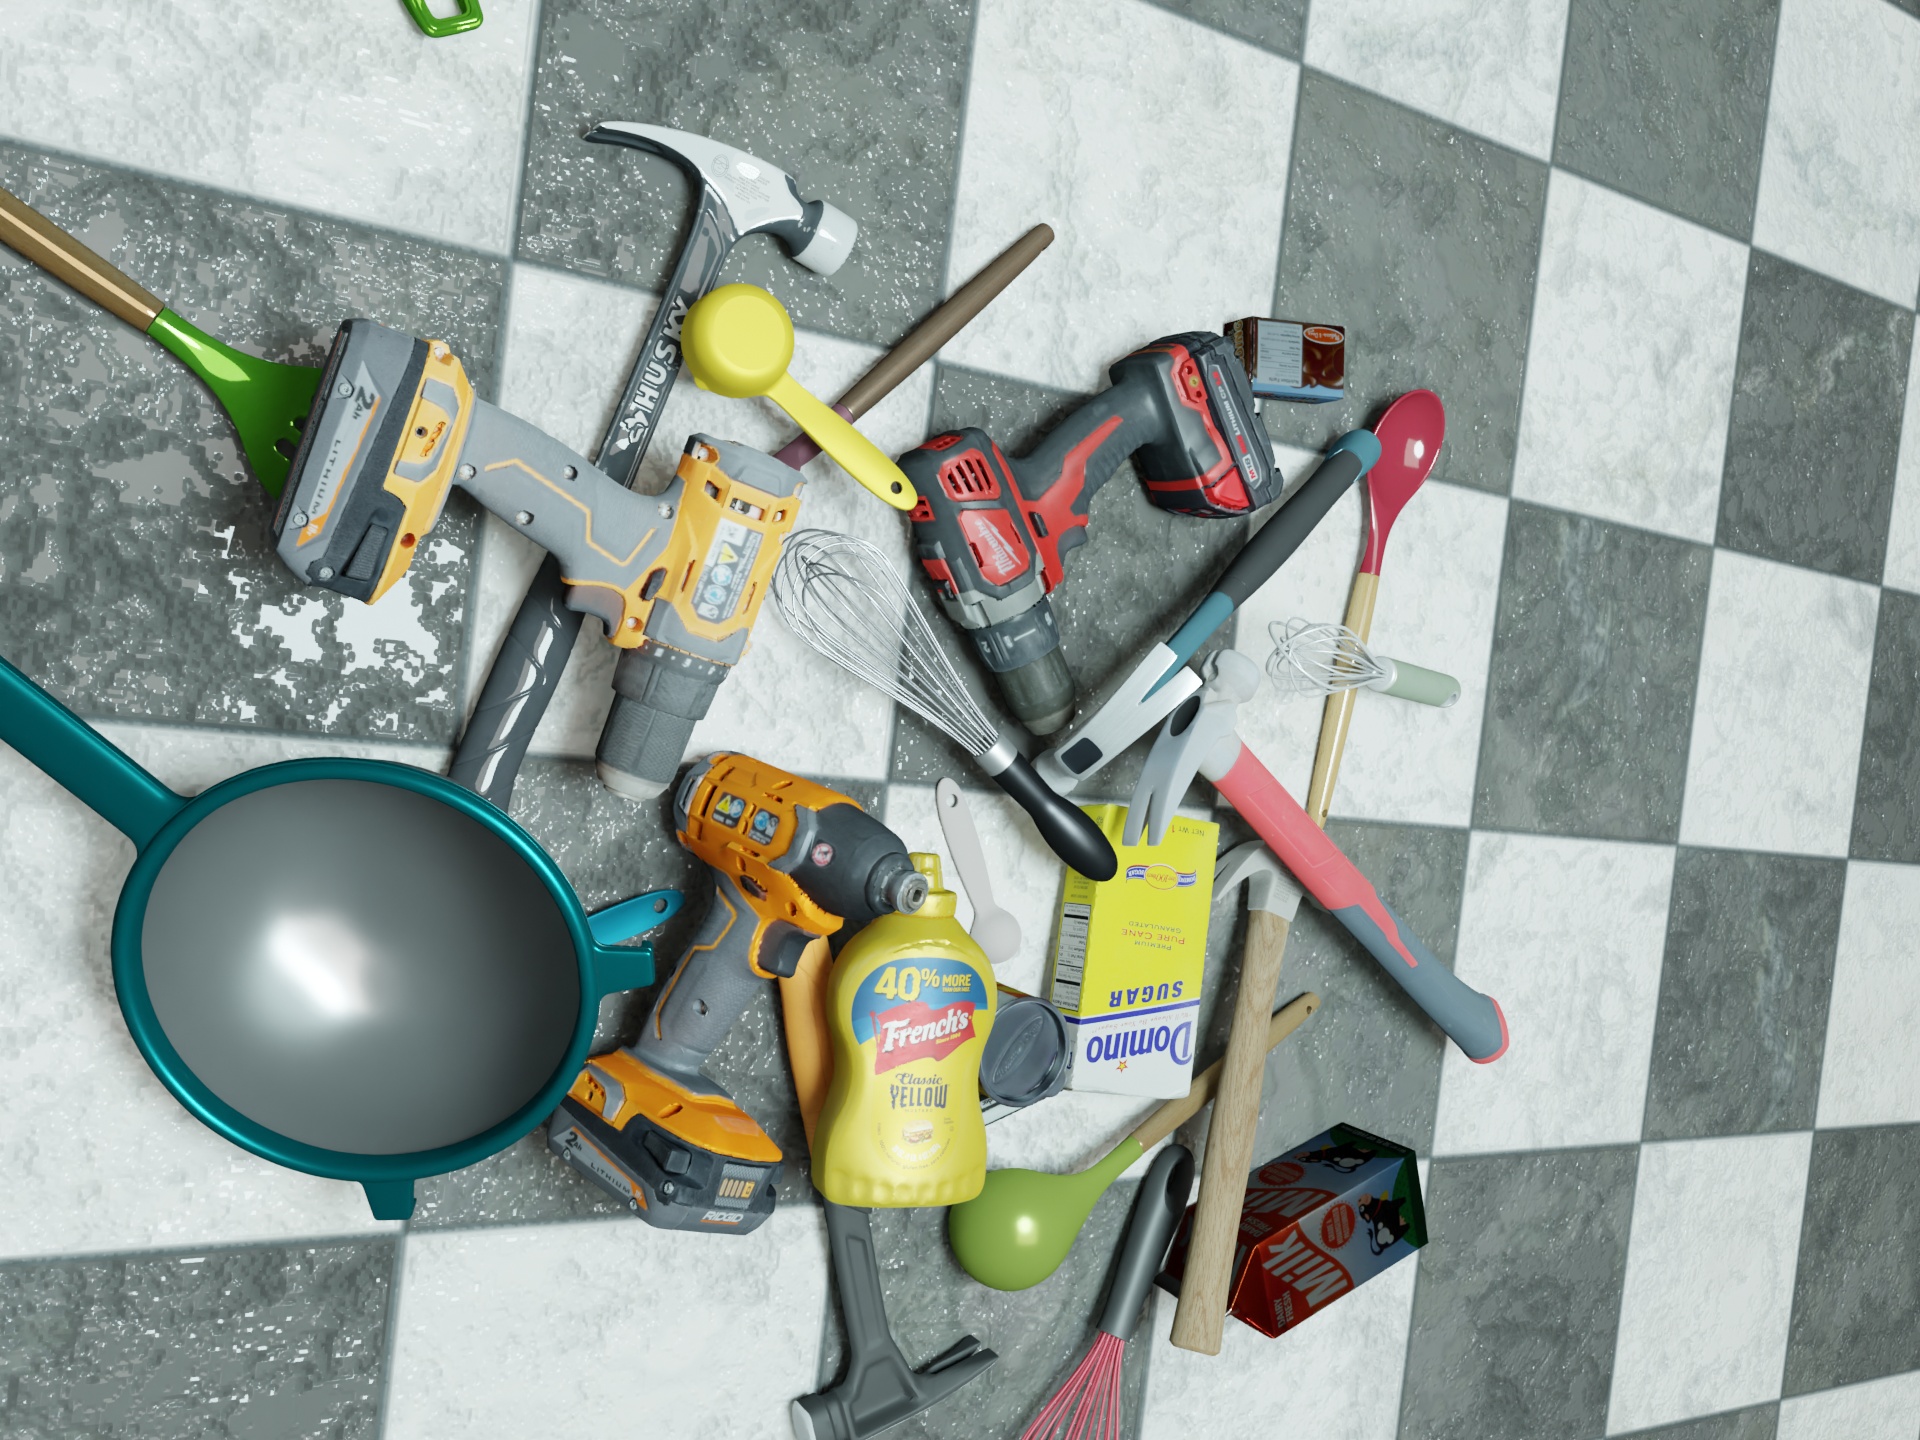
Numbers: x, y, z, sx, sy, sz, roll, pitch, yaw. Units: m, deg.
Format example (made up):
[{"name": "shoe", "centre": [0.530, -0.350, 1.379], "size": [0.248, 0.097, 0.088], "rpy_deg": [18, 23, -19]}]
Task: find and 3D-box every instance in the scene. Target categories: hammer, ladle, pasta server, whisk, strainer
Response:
[{"name": "hammer", "centre": [-0.190, -0.114, 0.821], "size": [0.149, 0.036, 0.409], "rpy_deg": [25, 82, -29]}, {"name": "ladle", "centre": [0.123, 0.261, 1.040], "size": [0.320, 0.062, 0.078], "rpy_deg": [-29, 107, -33]}, {"name": "pasta server", "centre": [-0.042, -0.184, 0.900], "size": [0.040, 0.060, 0.316], "rpy_deg": [45, 67, -3]}, {"name": "hammer", "centre": [0.169, -0.080, 1.005], "size": [0.033, 0.128, 0.331], "rpy_deg": [45, 62, -1]}, {"name": "whisk", "centre": [0.091, 0.414, 1.021], "size": [0.073, 0.073, 0.296], "rpy_deg": [33, 71, -28]}, {"name": "hammer", "centre": [0.180, 0.236, 1.032], "size": [0.130, 0.031, 0.331], "rpy_deg": [25, 70, -31]}, {"name": "hammer", "centre": [-0.064, 0.252, 0.925], "size": [0.127, 0.034, 0.337], "rpy_deg": [-15, 102, -28]}, {"name": "ladle", "centre": [0.280, -0.076, 1.107], "size": [0.069, 0.031, 0.315], "rpy_deg": [13, 89, -35]}, {"name": "whisk", "centre": [-0.001, -0.003, 0.912], "size": [0.284, 0.070, 0.070], "rpy_deg": [46, 72, -19]}, {"name": "strainer", "centre": [-0.314, 0.059, 0.726], "size": [0.340, 0.095, 0.211], "rpy_deg": [43, 103, -14]}, {"name": "whisk", "centre": [0.277, -0.033, 1.069], "size": [0.246, 0.059, 0.057], "rpy_deg": [9, 131, -49]}, {"name": "hammer", "centre": [0.251, 0.129, 1.054], "size": [0.386, 0.038, 0.143], "rpy_deg": [45, 62, -27]}]

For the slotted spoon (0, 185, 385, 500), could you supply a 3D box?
[{"name": "slotted spoon", "centre": [-0.383, -0.193, 0.705], "size": [0.313, 0.031, 0.070], "rpy_deg": [37, 80, -26]}]

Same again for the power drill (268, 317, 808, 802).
[{"name": "power drill", "centre": [-0.202, -0.071, 0.754], "size": [0.226, 0.084, 0.185], "rpy_deg": [18, 95, -29]}]

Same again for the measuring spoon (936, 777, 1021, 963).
[{"name": "measuring spoon", "centre": [0.011, 0.092, 0.965], "size": [0.034, 0.018, 0.124], "rpy_deg": [-25, 106, -26]}]

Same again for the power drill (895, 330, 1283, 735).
[{"name": "power drill", "centre": [0.084, -0.116, 0.960], "size": [0.226, 0.080, 0.187], "rpy_deg": [-31, 109, -22]}]

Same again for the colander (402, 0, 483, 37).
[{"name": "colander", "centre": [-0.290, -0.512, 0.692], "size": [0.204, 0.094, 0.397], "rpy_deg": [-27, 107, -26]}]

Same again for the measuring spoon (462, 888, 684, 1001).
[{"name": "measuring spoon", "centre": [-0.206, 0.113, 0.844], "size": [0.128, 0.021, 0.042], "rpy_deg": [-18, 112, -37]}]

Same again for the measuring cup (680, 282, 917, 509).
[{"name": "measuring cup", "centre": [-0.077, -0.166, 0.832], "size": [0.156, 0.029, 0.062], "rpy_deg": [40, 73, -17]}]

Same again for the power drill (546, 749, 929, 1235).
[{"name": "power drill", "centre": [-0.109, 0.140, 0.813], "size": [0.084, 0.164, 0.226], "rpy_deg": [27, 83, -48]}]
